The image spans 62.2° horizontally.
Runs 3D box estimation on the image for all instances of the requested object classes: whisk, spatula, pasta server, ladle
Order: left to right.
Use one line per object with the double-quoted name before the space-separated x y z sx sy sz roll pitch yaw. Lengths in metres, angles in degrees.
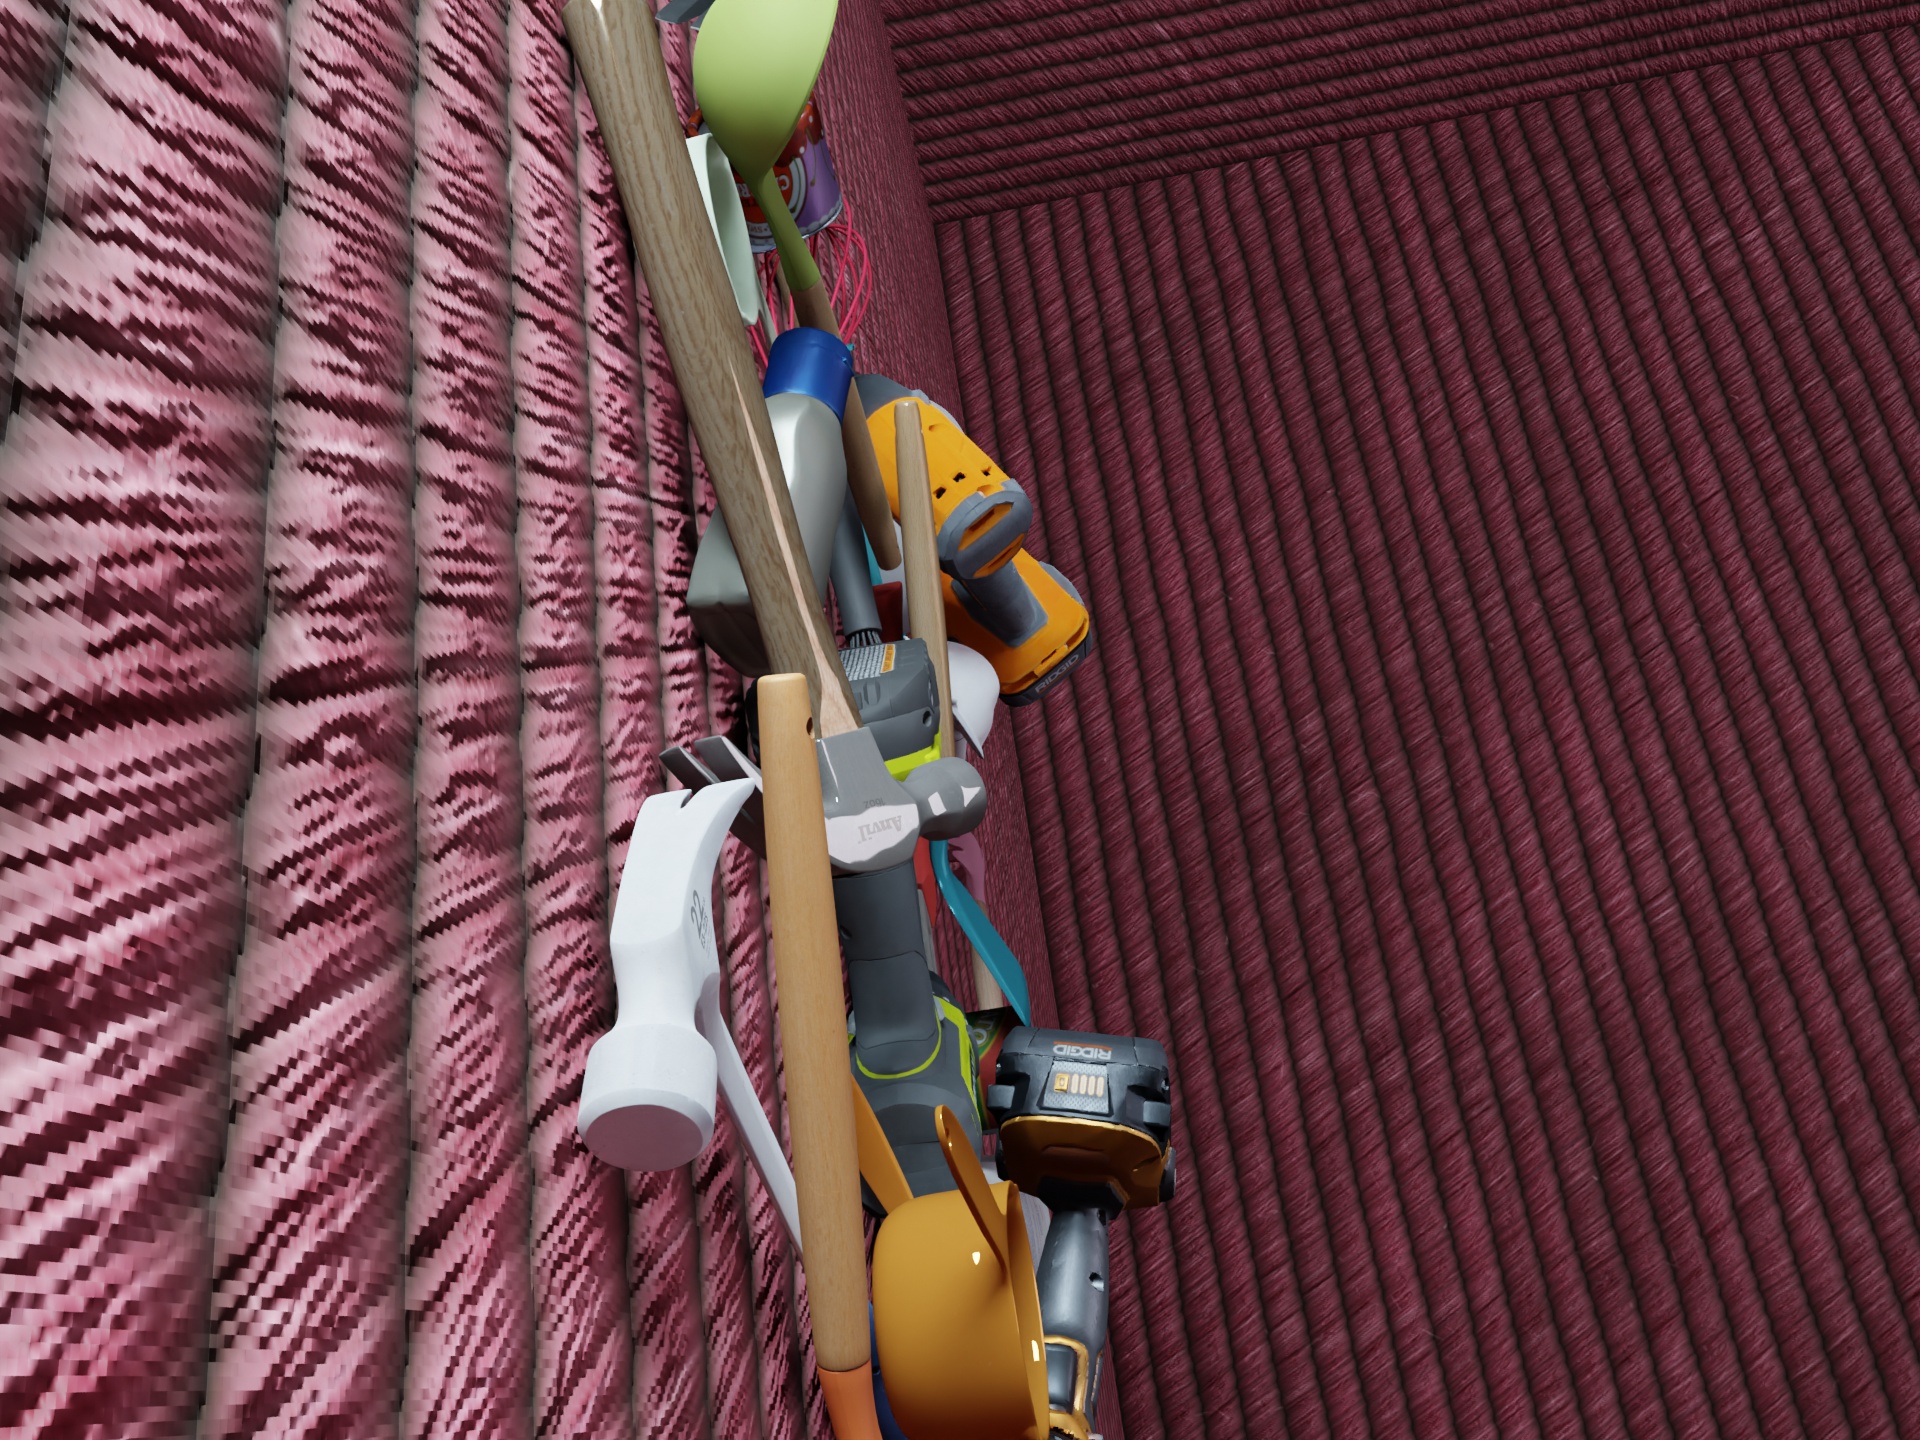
"whisk" -0.084 -0.170 0.808 0.073 0.073 0.296 73 13 -54
"spatula" -0.043 0.149 0.429 0.081 0.041 0.322 -25 111 -76
"ladle" -0.051 -0.176 0.704 0.319 0.062 0.078 74 10 -53
"whisk" -0.059 -0.053 0.943 0.055 0.055 0.239 64 13 -74
"spatula" -0.001 -0.003 0.808 0.082 0.044 0.317 -82 167 -80
"pasta server" 0.006 0.149 1.143 0.316 0.040 0.060 -100 178 -71

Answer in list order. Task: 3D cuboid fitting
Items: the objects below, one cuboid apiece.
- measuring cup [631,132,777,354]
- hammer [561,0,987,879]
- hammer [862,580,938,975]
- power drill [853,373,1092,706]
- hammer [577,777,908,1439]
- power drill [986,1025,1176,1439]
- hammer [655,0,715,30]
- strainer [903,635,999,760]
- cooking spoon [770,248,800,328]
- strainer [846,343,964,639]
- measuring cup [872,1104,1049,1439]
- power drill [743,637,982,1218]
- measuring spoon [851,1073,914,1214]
"measuring cup" -0.105 -0.180 0.689 0.167 0.038 0.083 73 8 -69
"hammer" -0.083 -0.103 0.573 0.130 0.031 0.331 -16 88 -53
"hammer" -0.030 0.085 1.027 0.149 0.036 0.359 63 18 -75
"power drill" -0.007 -0.116 0.967 0.164 0.084 0.226 48 -4 29
"hammer" -0.047 0.195 0.567 0.144 0.035 0.405 -95 173 -49
"power drill" 0.043 0.249 0.678 0.185 0.084 0.226 76 21 -58
"hammer" -0.134 -0.425 0.630 0.146 0.035 0.334 -65 159 -8
"strainer" -0.003 -0.001 1.007 0.087 0.050 0.258 57 -9 12
"cooking spoon" -0.106 -0.272 0.992 0.318 0.017 0.069 74 8 -45
"strainer" -0.021 -0.114 1.202 0.210 0.095 0.341 72 8 -59
"measuring cup" -0.009 0.181 0.530 0.095 0.052 0.173 -95 171 -46
"power drill" -0.035 0.084 0.725 0.191 0.080 0.228 -96 177 -79
"measuring spoon" -0.040 0.170 0.634 0.117 0.021 0.011 60 27 7
